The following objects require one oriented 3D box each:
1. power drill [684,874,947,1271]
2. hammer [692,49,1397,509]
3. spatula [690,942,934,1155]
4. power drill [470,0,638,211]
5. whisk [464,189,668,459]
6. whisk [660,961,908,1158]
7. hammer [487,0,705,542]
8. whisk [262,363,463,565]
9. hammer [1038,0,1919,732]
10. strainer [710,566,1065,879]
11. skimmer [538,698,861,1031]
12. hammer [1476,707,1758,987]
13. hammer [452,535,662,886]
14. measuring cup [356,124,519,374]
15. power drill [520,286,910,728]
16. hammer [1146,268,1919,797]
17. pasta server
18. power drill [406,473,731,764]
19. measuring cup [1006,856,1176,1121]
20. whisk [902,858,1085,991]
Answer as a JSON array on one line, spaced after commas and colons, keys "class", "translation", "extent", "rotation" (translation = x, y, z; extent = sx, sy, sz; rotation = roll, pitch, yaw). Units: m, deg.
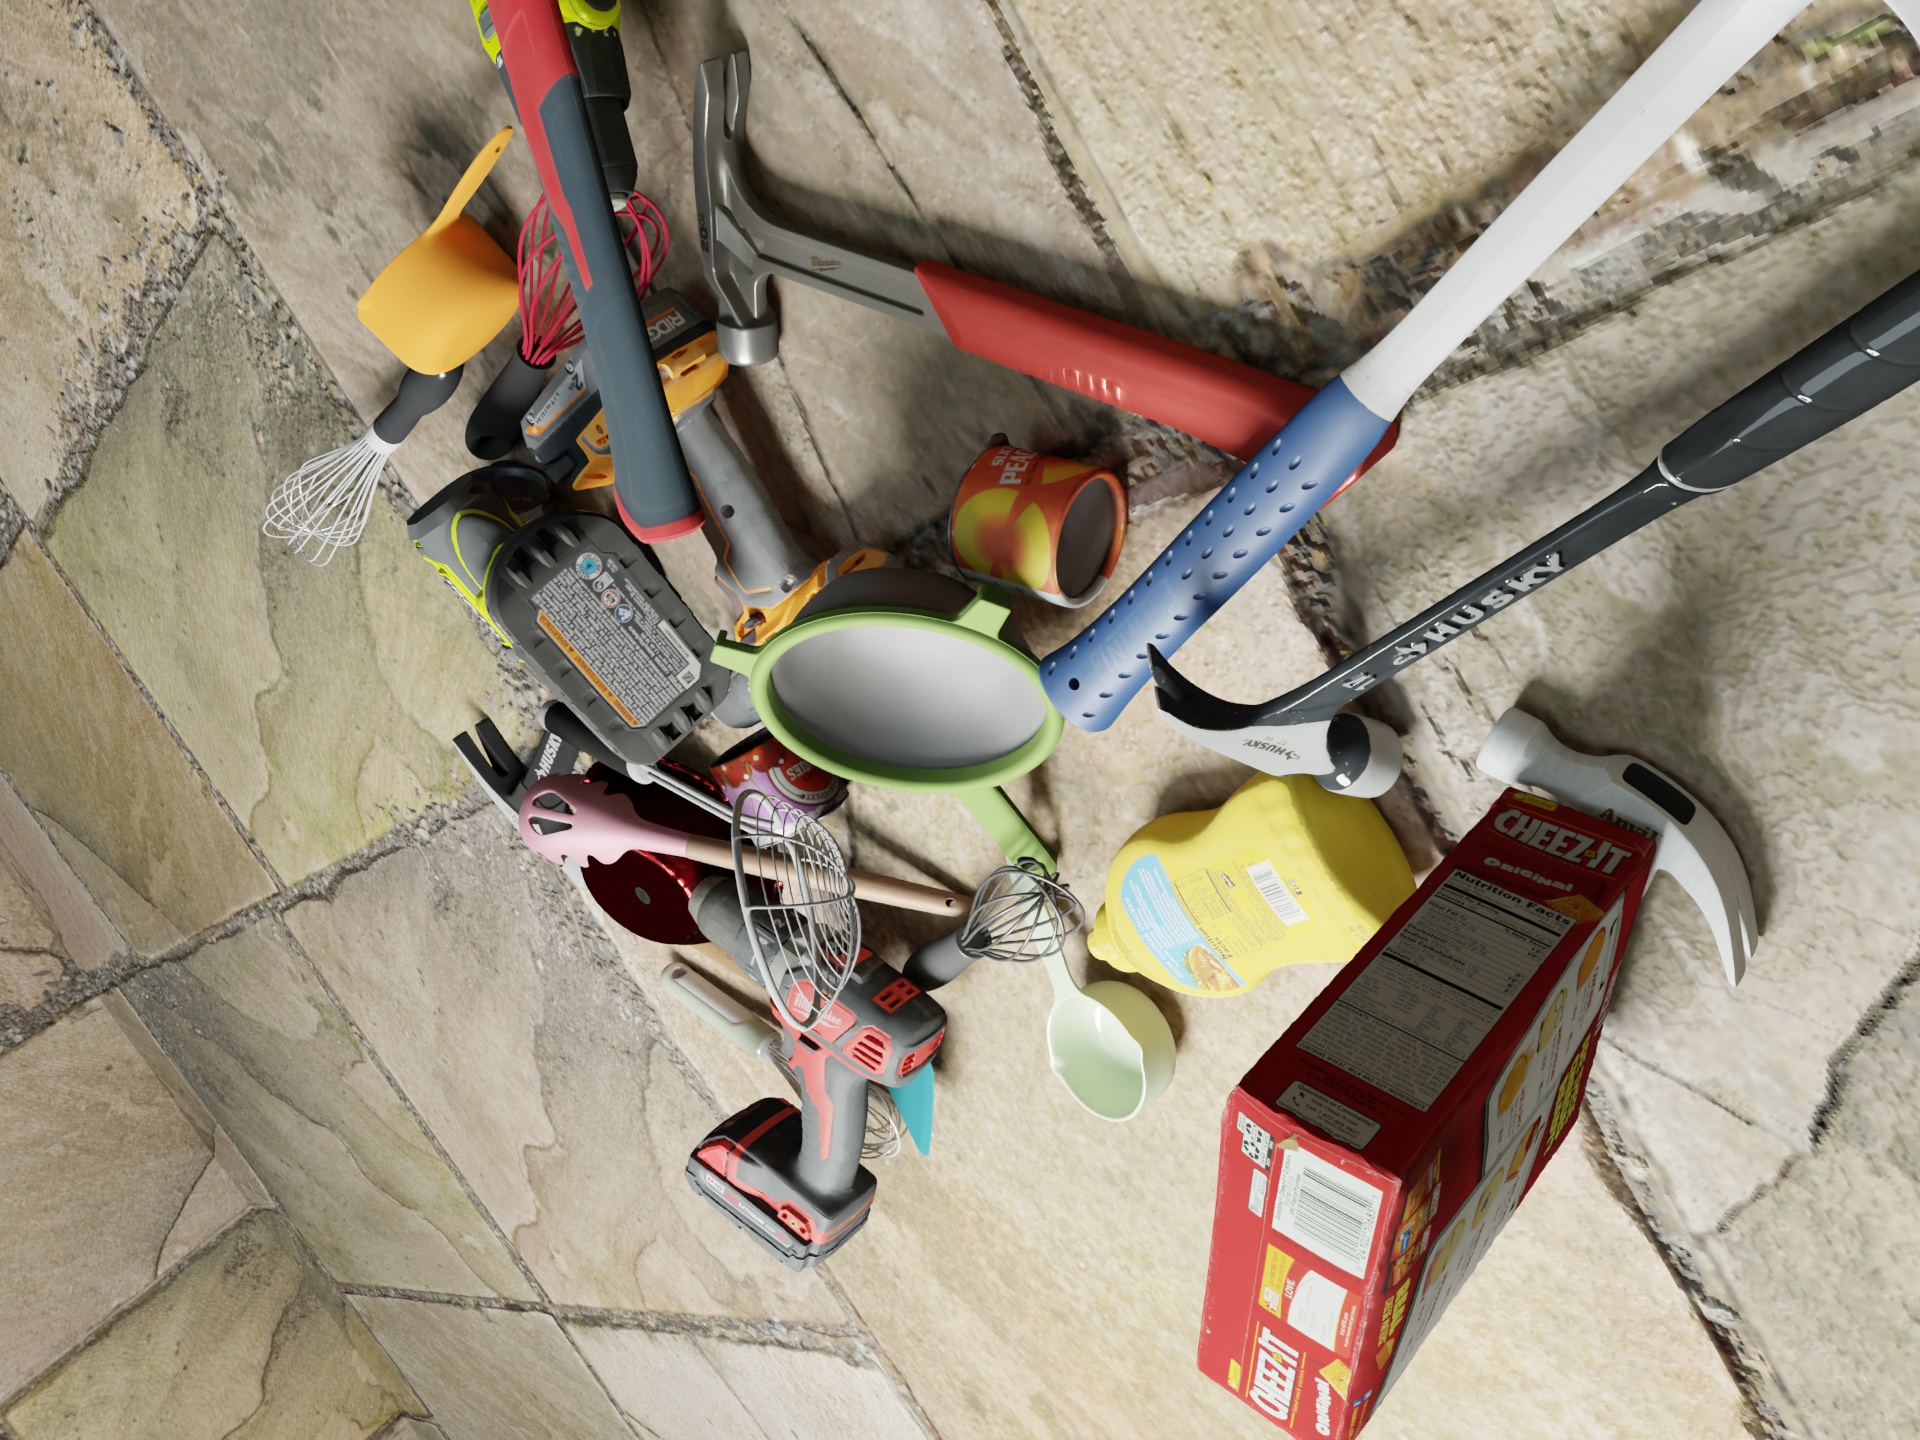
[{"class": "power drill", "translation": [-0.114, 0.222, 1.031], "extent": [0.188, 0.080, 0.226], "rotation": [31, 123, 23]}, {"class": "hammer", "translation": [0.022, -0.183, 0.702], "extent": [0.359, 0.037, 0.149], "rotation": [26, 134, 27]}, {"class": "spatula", "translation": [-0.130, 0.191, 1.113], "extent": [0.318, 0.044, 0.082], "rotation": [23, 126, 31]}, {"class": "power drill", "translation": [-0.139, -0.341, 0.682], "extent": [0.228, 0.080, 0.190], "rotation": [-9, 99, 47]}, {"class": "whisk", "translation": [-0.235, -0.218, 0.898], "extent": [0.073, 0.073, 0.296], "rotation": [54, 145, -3]}, {"class": "whisk", "translation": [-0.133, 0.240, 1.151], "extent": [0.246, 0.058, 0.059], "rotation": [28, 133, 31]}, {"class": "hammer", "translation": [-0.164, -0.261, 0.671], "extent": [0.143, 0.038, 0.386], "rotation": [9, 121, 42]}, {"class": "whisk", "translation": [-0.405, -0.180, 1.087], "extent": [0.284, 0.070, 0.070], "rotation": [-26, 100, 45]}, {"class": "hammer", "translation": [0.158, -0.120, 0.574], "extent": [0.144, 0.035, 0.405], "rotation": [48, 131, 7]}, {"class": "strainer", "translation": [-0.001, -0.003, 0.809], "extent": [0.151, 0.069, 0.256], "rotation": [-8, 145, 23]}, {"class": "skimmer", "translation": [-0.177, 0.061, 0.922], "extent": [0.364, 0.090, 0.127], "rotation": [23, 142, 45]}, {"class": "hammer", "translation": [0.255, 0.148, 0.735], "extent": [0.128, 0.033, 0.330], "rotation": [31, 136, 24]}, {"class": "hammer", "translation": [-0.268, -0.015, 1.094], "extent": [0.146, 0.035, 0.334], "rotation": [44, 139, 7]}, {"class": "measuring cup", "translation": [-0.268, -0.255, 0.878], "extent": [0.052, 0.095, 0.173], "rotation": [48, 137, -9]}, {"class": "power drill", "translation": [-0.140, -0.100, 0.883], "extent": [0.226, 0.084, 0.185], "rotation": [52, 142, -7]}, {"class": "hammer", "translation": [0.232, -0.079, 0.542], "extent": [0.409, 0.149, 0.036], "rotation": [-38, 49, 44]}, {"class": "pasta server", "translation": [-0.141, 0.085, 0.996], "extent": [0.316, 0.040, 0.060], "rotation": [11, 84, 14]}, {"class": "power drill", "translation": [-0.218, -0.053, 0.889], "extent": [0.171, 0.080, 0.223], "rotation": [53, 164, -26]}, {"class": "measuring cup", "translation": [0.071, 0.143, 0.908], "extent": [0.083, 0.038, 0.167], "rotation": [-30, 80, 51]}, {"class": "whisk", "translation": [0.010, 0.128, 0.919], "extent": [0.055, 0.055, 0.239], "rotation": [49, 153, 2]}]
